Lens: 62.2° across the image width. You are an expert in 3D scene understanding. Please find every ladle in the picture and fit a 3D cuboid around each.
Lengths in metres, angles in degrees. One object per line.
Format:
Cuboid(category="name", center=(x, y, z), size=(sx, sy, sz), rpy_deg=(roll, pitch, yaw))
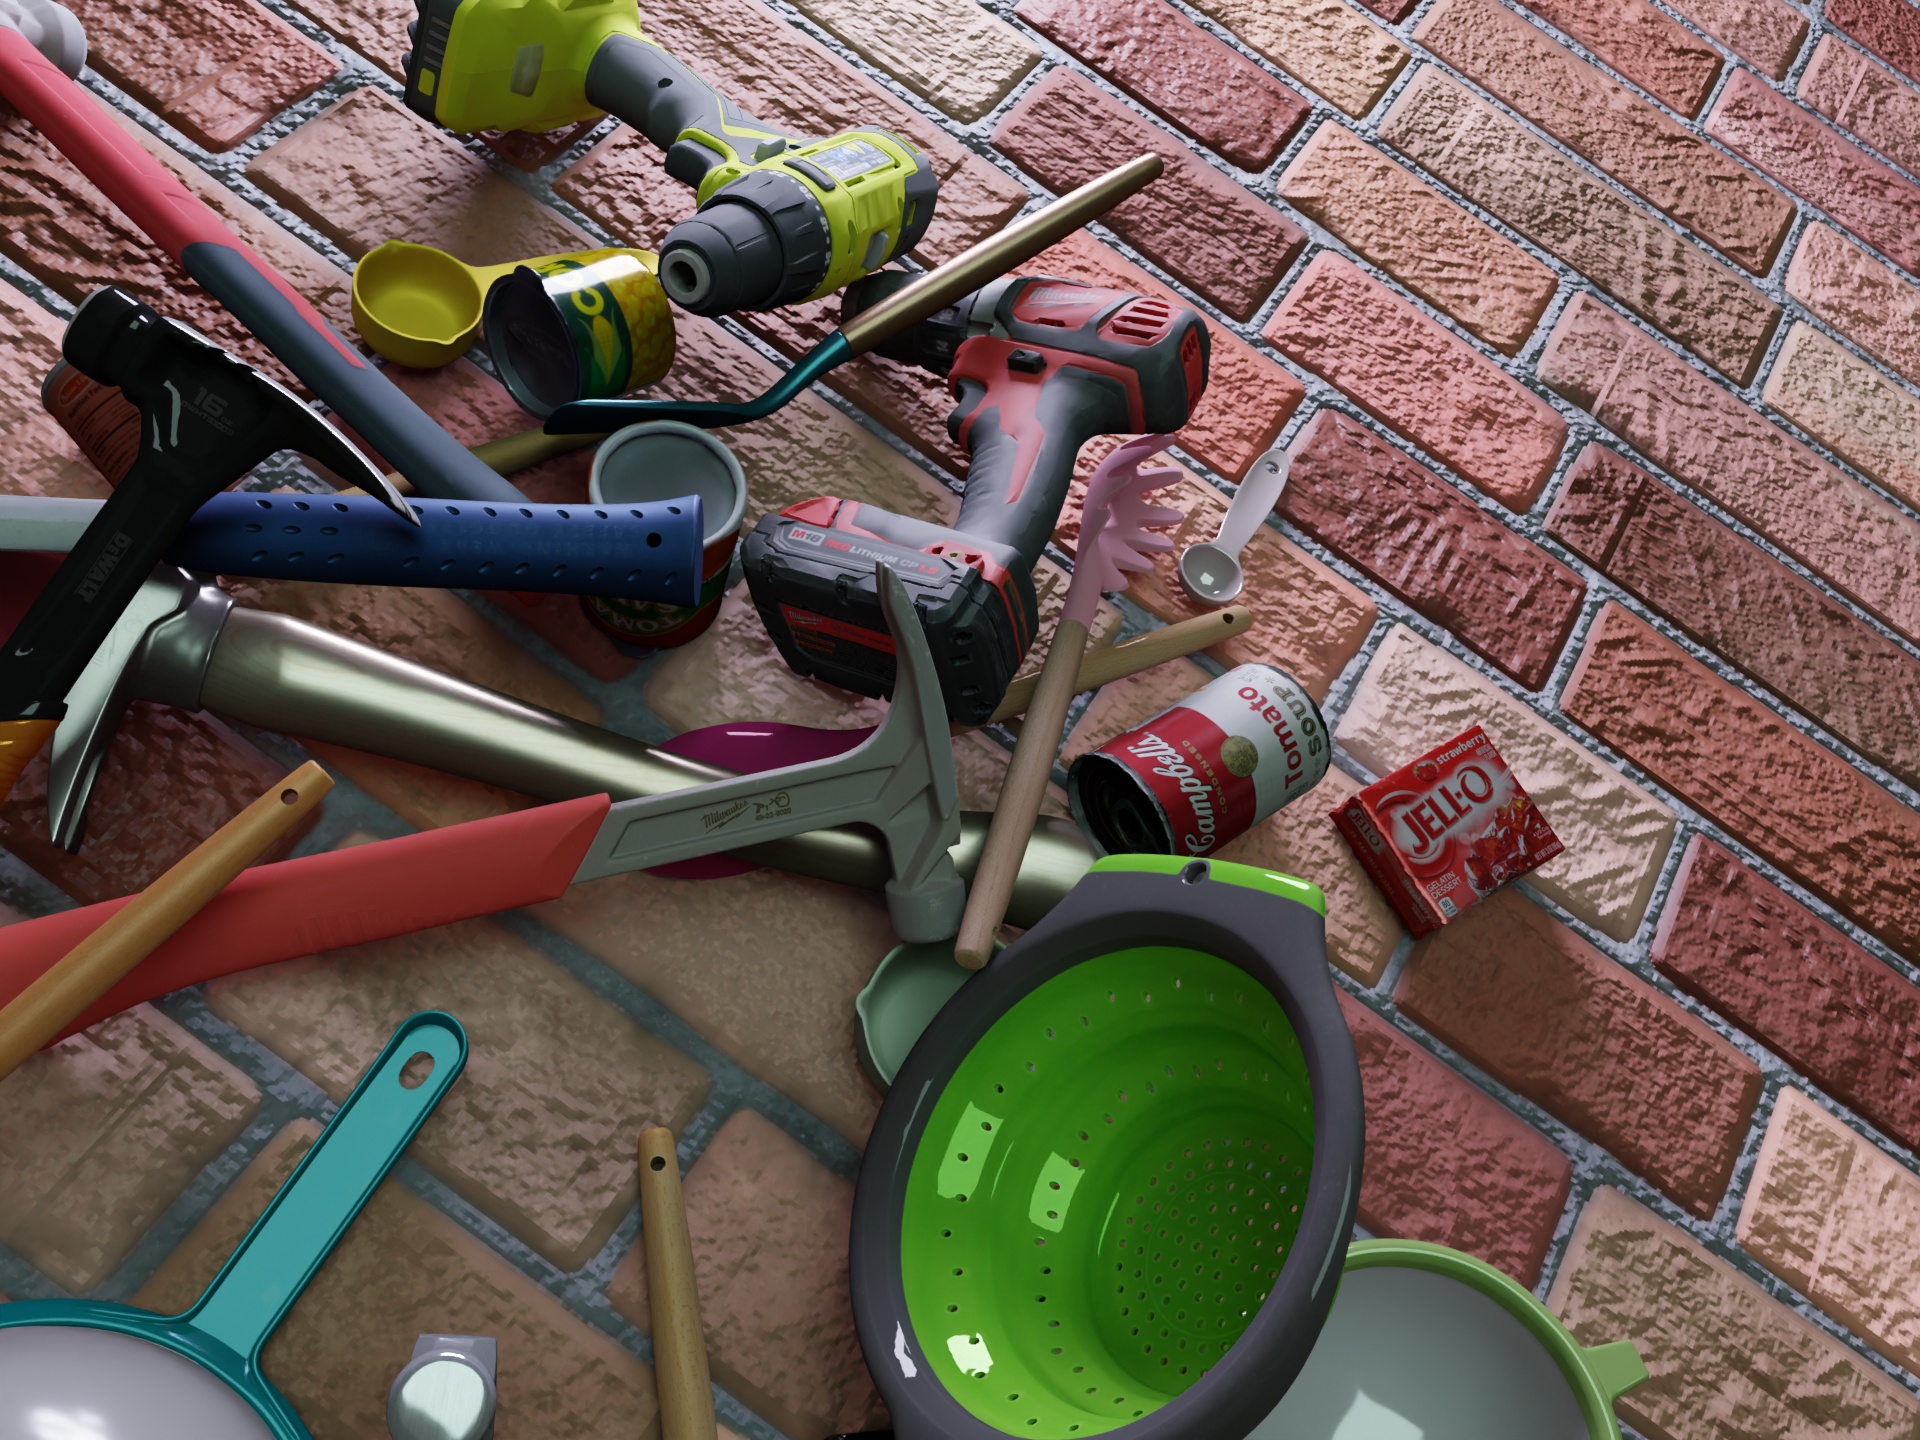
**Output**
Cuboid(category="ladle", center=(-0.282, -0.081, 0.669), size=(0.315, 0.031, 0.069), rpy_deg=(-26, 89, -28))

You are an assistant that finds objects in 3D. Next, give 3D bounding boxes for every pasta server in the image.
Cuboid(category="pasta server", center=(0.051, -0.021, 0.700), size=(0.040, 0.060, 0.316), rpy_deg=(0, 45, 22))

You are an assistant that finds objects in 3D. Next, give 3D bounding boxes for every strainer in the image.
Cuboid(category="strainer", center=(-0.261, 0.226, 0.487), size=(0.211, 0.095, 0.340), rpy_deg=(32, 62, 0))
Cuboid(category="strainer", center=(0.120, 0.259, 0.616), size=(0.256, 0.069, 0.151), rpy_deg=(25, 60, 15))

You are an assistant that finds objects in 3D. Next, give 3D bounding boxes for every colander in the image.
Cuboid(category="colander", center=(0.032, 0.239, 0.526), size=(0.094, 0.204, 0.397), rpy_deg=(41, 66, -36))

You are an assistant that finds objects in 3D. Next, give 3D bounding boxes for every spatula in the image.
Cuboid(category="spatula", center=(-0.037, -0.192, 0.717), size=(0.317, 0.082, 0.044), rpy_deg=(-34, 101, -16))
Cuboid(category="spatula", center=(-0.332, 0.127, 0.508), size=(0.081, 0.041, 0.322), rpy_deg=(47, 70, -5))

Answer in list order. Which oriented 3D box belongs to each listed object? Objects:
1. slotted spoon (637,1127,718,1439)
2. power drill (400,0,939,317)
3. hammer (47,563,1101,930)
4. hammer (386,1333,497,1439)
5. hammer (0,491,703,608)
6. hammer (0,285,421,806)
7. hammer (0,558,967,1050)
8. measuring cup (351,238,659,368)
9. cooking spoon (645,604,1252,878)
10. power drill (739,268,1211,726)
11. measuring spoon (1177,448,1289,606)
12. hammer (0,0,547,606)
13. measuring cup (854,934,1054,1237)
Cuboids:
Cuboid(category="slotted spoon", center=(-0.085, 0.297, 0.547), size=(0.070, 0.031, 0.314), rpy_deg=(-7, 65, -13))
Cuboid(category="power drill", center=(-0.141, -0.270, 0.739), size=(0.228, 0.080, 0.190), rpy_deg=(34, 37, 7))
Cuboid(category="hammer", center=(-0.137, 0.033, 0.639), size=(0.410, 0.038, 0.146), rpy_deg=(17, 76, -10))
Cuboid(category="hammer", center=(-0.174, 0.351, 0.454), size=(0.033, 0.128, 0.331), rpy_deg=(9, 72, -12))
Cuboid(category="hammer", center=(-0.300, -0.064, 0.579), size=(0.405, 0.035, 0.144), rpy_deg=(2, 77, -5))
Cuboid(category="hammer", center=(-0.326, 0.024, 0.529), size=(0.127, 0.034, 0.337), rpy_deg=(33, 83, -2))
Cuboid(category="hammer", center=(-0.178, 0.045, 0.586), size=(0.359, 0.037, 0.149), rpy_deg=(-12, 103, -10))
Cuboid(category="measuring cup", center=(-0.212, -0.201, 0.755), size=(0.156, 0.029, 0.062), rpy_deg=(-21, 73, -37))
Cuboid(category="cooking spoon", center=(-0.001, -0.002, 0.718), size=(0.319, 0.017, 0.069), rpy_deg=(-19, 72, -21))
Cuboid(category="power drill", center=(-0.010, -0.122, 0.725), size=(0.188, 0.080, 0.227), rpy_deg=(18, 60, 24))
Cuboid(category="measuring spoon", center=(0.142, -0.099, 0.818), size=(0.034, 0.018, 0.124), rpy_deg=(34, 53, 1))
Cuboid(category="hammer", center=(-0.309, -0.186, 0.653), size=(0.386, 0.143, 0.038), rpy_deg=(43, 105, 6))
Cuboid(category="measuring cup", center=(-0.012, 0.166, 0.629), size=(0.083, 0.038, 0.168), rpy_deg=(13, 68, -12))
